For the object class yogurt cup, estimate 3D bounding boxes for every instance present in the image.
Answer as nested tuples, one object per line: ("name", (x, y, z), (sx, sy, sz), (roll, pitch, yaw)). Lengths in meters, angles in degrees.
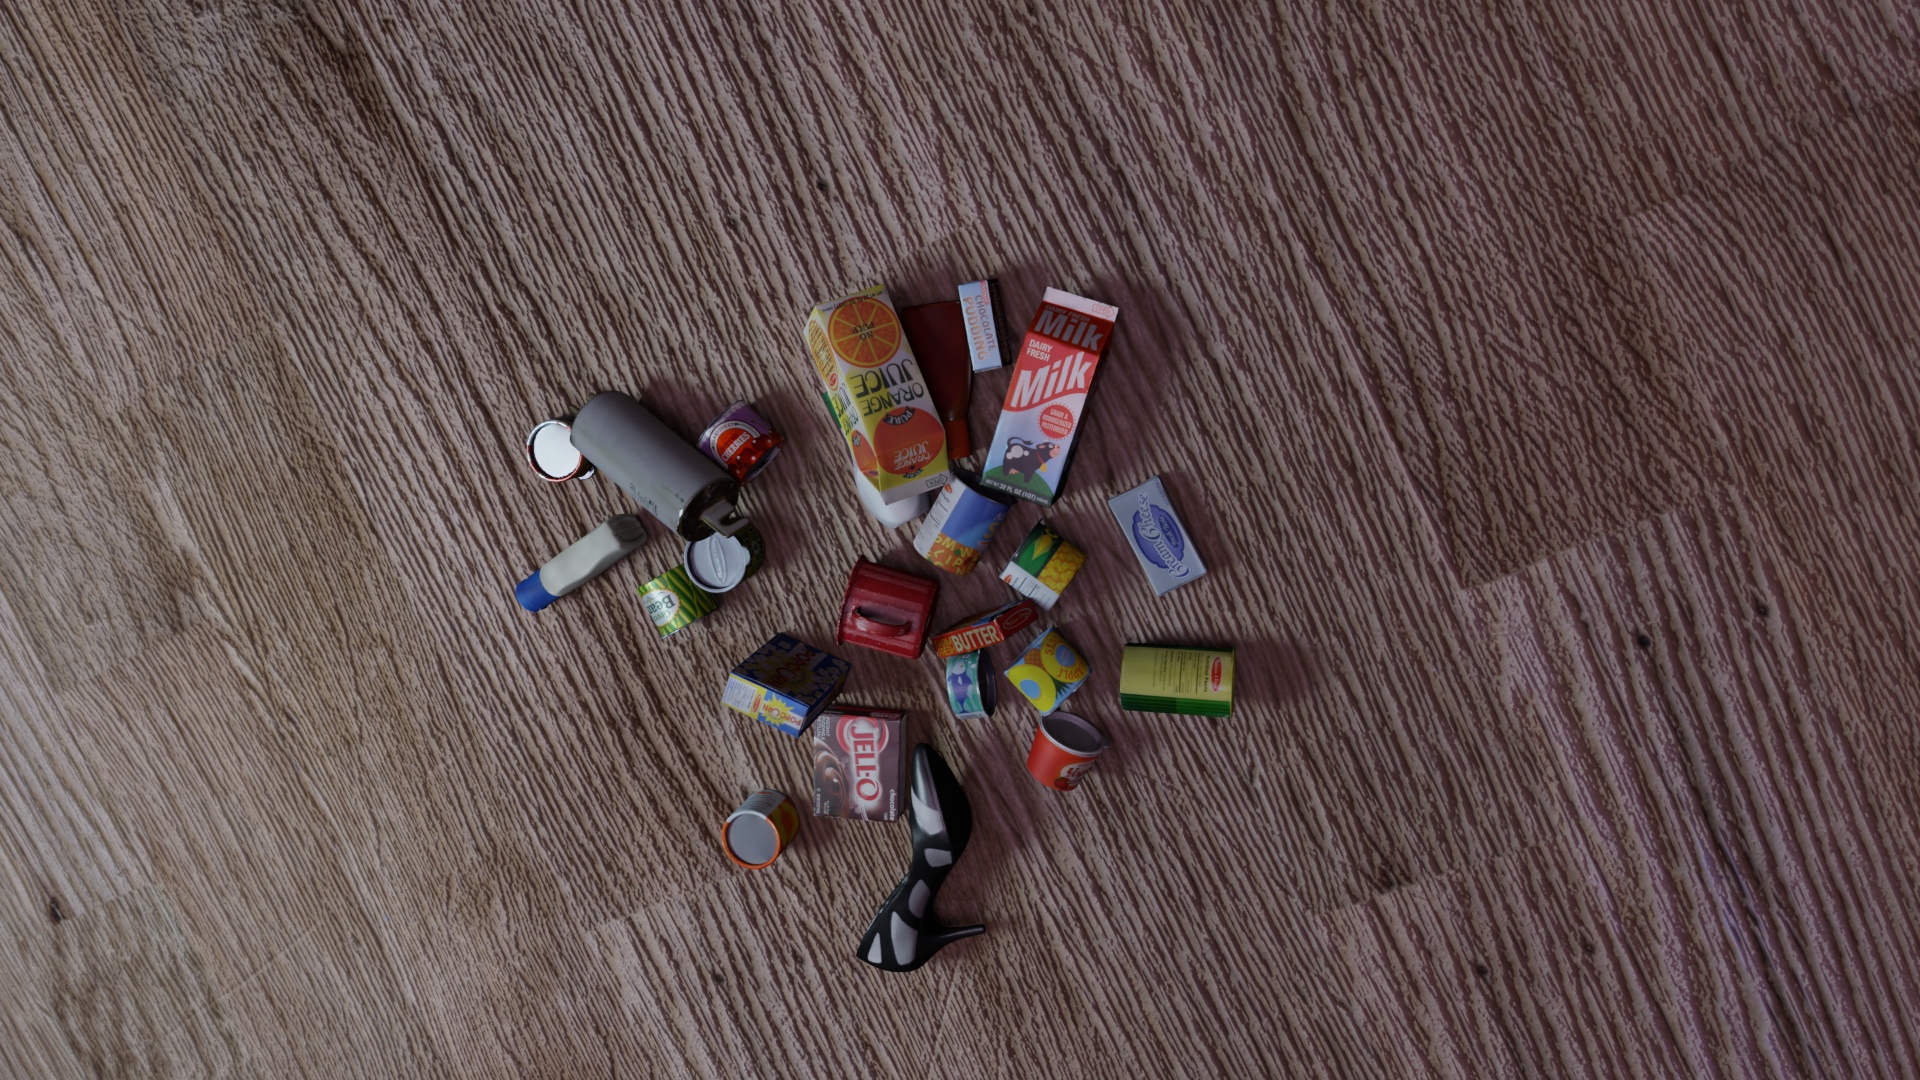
("yogurt cup", (0.099, 0.207, 1.353), (0.072, 0.073, 0.053), (26, 114, 7))

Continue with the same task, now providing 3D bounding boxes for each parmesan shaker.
("parmesan shaker", (0.206, 0.129, 1.313), (0.103, 0.071, 0.071), (3, 101, 13))

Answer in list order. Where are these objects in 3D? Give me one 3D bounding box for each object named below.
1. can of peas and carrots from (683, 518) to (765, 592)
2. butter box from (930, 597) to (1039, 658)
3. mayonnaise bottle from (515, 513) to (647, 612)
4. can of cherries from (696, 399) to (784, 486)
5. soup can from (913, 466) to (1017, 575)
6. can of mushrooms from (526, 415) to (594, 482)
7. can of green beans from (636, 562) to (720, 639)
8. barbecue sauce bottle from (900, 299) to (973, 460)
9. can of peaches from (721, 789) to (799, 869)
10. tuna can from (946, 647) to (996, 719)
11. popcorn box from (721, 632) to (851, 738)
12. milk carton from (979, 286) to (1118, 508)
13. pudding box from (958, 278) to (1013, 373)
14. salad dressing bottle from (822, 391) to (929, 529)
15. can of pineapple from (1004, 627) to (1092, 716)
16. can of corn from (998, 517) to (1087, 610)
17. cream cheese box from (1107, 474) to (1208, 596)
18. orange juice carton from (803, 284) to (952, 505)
("can of peas and carrots", (-0.234, 0.013, 1.394), (0.071, 0.059, 0.070), (2, 101, 12))
("butter box", (0.022, 0.084, 1.329), (0.103, 0.053, 0.024), (-20, 97, 49))
("mayonnaise bottle", (-0.396, 0.025, 1.434), (0.148, 0.065, 0.041), (-31, 90, 20))
("can of cherries", (-0.216, -0.095, 1.363), (0.058, 0.072, 0.071), (44, 107, 1))
("soup can", (0.005, -0.017, 1.331), (0.071, 0.071, 0.083), (31, 107, 6))
("can of mushrooms", (-0.408, -0.092, 1.428), (0.071, 0.033, 0.071), (2, 100, 12))
("can of green beans", (-0.286, 0.058, 1.411), (0.071, 0.071, 0.058), (-28, 94, 17))
("barbecue sauce bottle", (-0.016, -0.152, 1.321), (0.065, 0.044, 0.148), (-5, 100, 16))
("can of peaches", (-0.207, 0.303, 1.444), (0.071, 0.058, 0.071), (2, 101, 13))
("tuna can", (0.011, 0.139, 1.358), (0.033, 0.071, 0.071), (-8, 99, 15))
("popcorn box", (-0.170, 0.141, 1.369), (0.085, 0.127, 0.038), (22, 108, 8))
("milk carton", (0.084, -0.134, 1.285), (0.072, 0.073, 0.190), (19, 104, 9))
("pudding box", (0.024, -0.201, 1.298), (0.030, 0.050, 0.083), (-8, 98, 16))
("salad dressing bottle", (-0.083, -0.085, 1.349), (0.064, 0.044, 0.147), (-28, 92, 12))
("can of pineapple", (0.085, 0.125, 1.337), (0.058, 0.071, 0.071), (46, 107, 1))
("can of corn", (0.080, 0.023, 1.321), (0.058, 0.071, 0.071), (36, 106, 4))
("cream cheese box", (0.187, -0.005, 1.311), (0.053, 0.024, 0.103), (-27, 94, 17))
("orange juice carton", (-0.074, -0.131, 1.295), (0.072, 0.073, 0.192), (-21, 86, -18))
